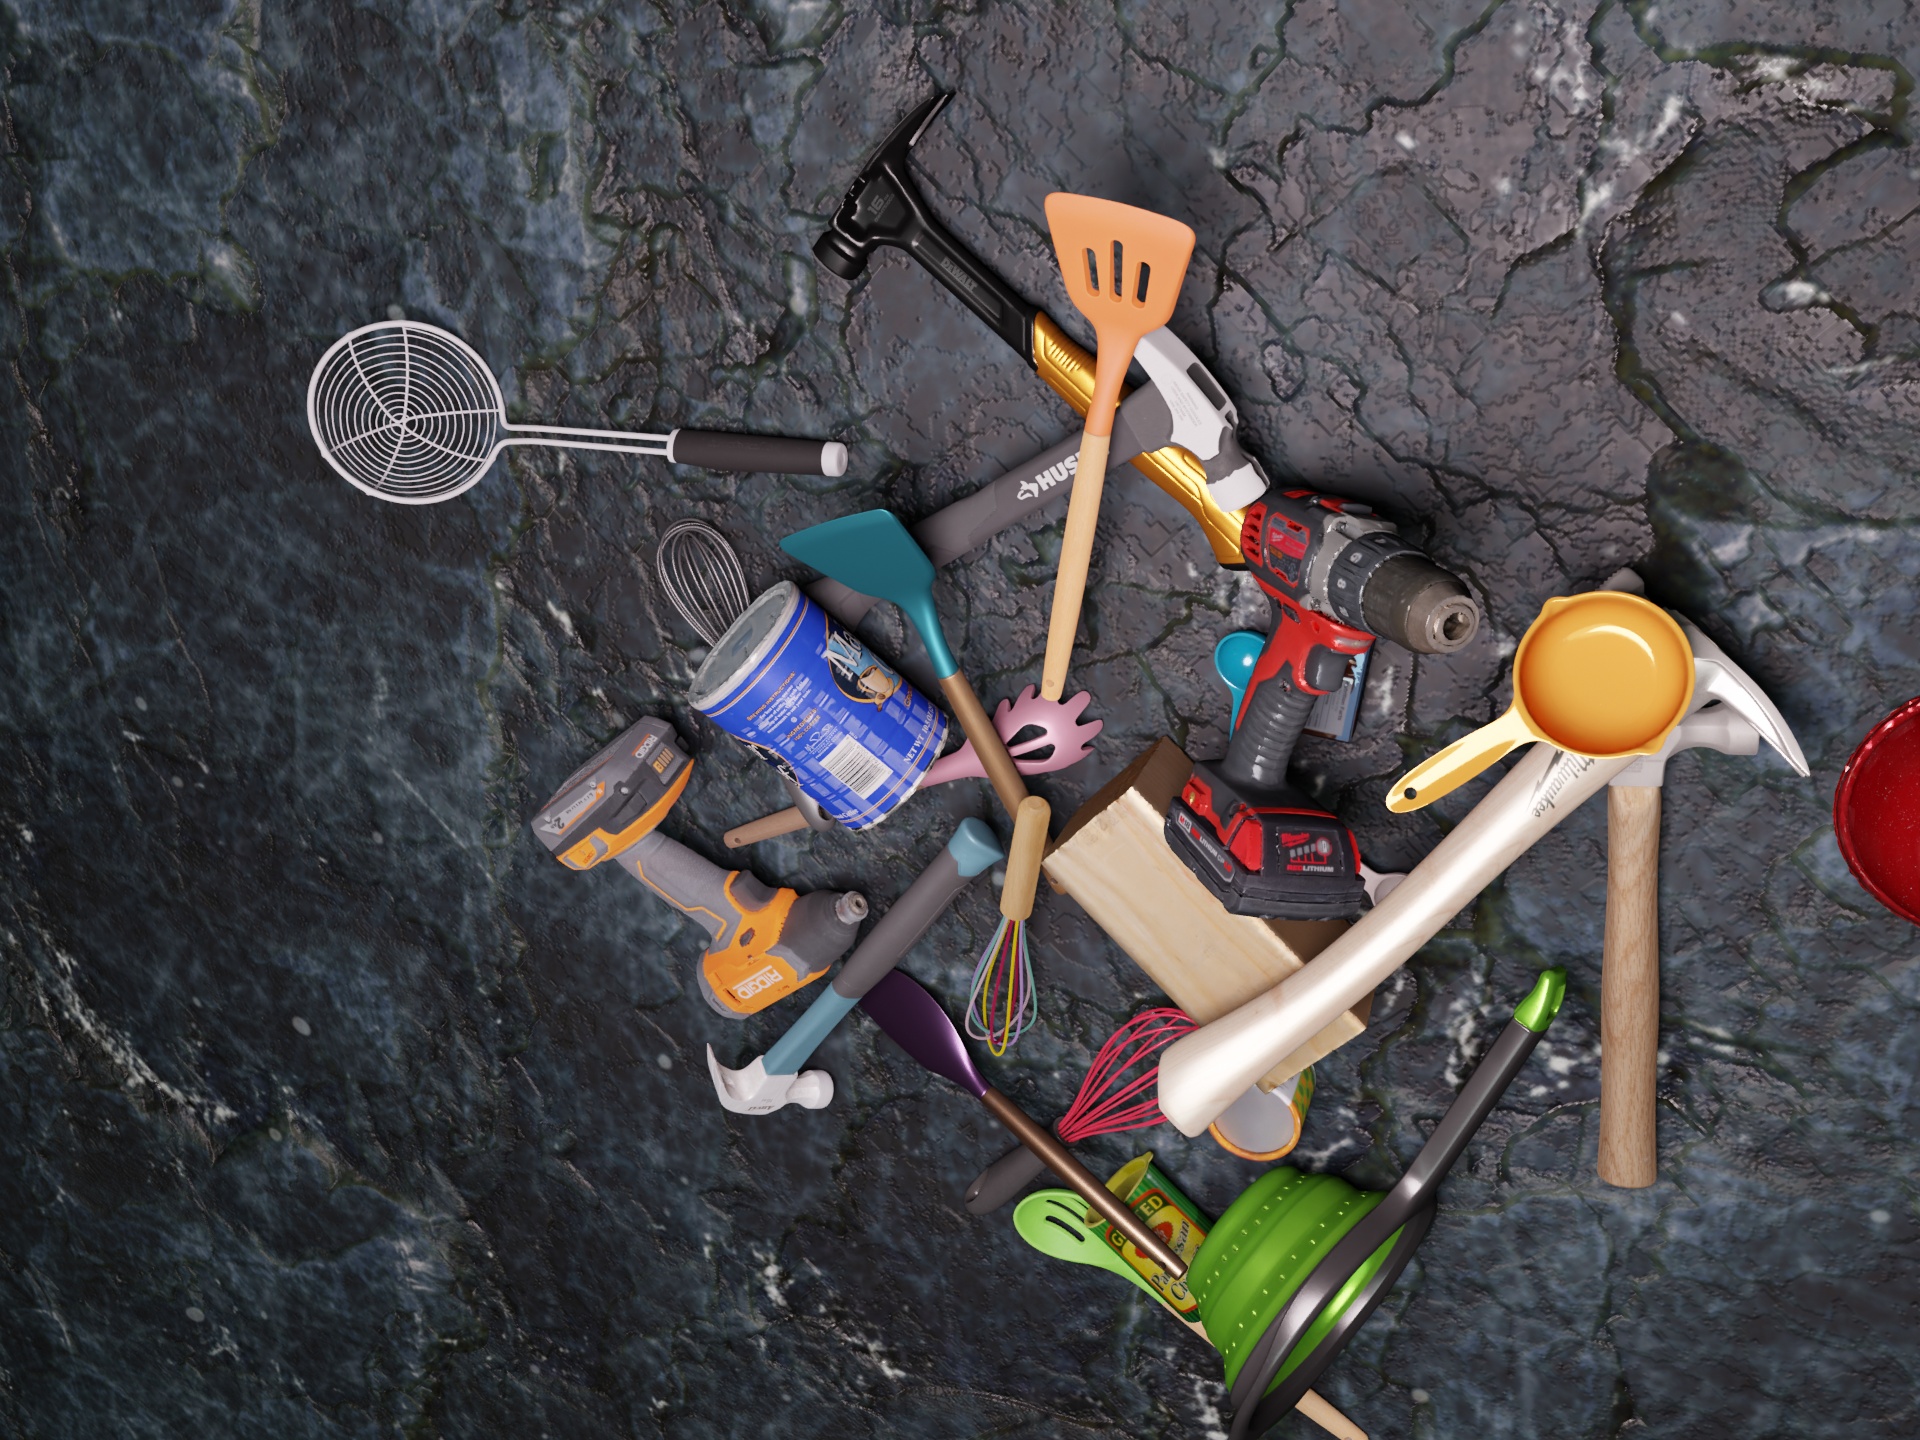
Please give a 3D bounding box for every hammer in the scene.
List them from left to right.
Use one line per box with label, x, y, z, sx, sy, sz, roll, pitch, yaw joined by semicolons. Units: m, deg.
hammer;-0.072;0.182;1.133;0.331;0.128;0.033;-50;50;30
hammer;0.015;-0.134;0.981;0.335;0.035;0.146;-25;105;38
hammer;0.068;-0.218;0.950;0.337;0.034;0.127;43;122;1
hammer;0.277;0.107;0.913;0.410;0.038;0.146;-46;71;14
hammer;0.404;0.141;0.965;0.130;0.031;0.331;1;112;22

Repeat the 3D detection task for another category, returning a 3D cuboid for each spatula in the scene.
spatula;-0.002;-0.003;1.008;0.082;0.044;0.317;-12;120;31
spatula;0.039;0.282;1.137;0.316;0.018;0.059;39;124;24
spatula;0.070;-0.139;0.898;0.081;0.041;0.322;20;129;16

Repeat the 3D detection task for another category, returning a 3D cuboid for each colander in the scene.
colander;0.253;0.299;1.035;0.095;0.204;0.397;38;113;30

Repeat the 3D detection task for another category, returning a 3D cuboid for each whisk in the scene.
whisk;-0.144;-0.029;1.102;0.055;0.055;0.239;-22;98;29
whisk;0.037;0.146;1.087;0.051;0.047;0.244;14;131;7
whisk;0.088;0.288;1.146;0.073;0.073;0.295;43;126;1

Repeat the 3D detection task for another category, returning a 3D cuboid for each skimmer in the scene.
skimmer;-0.257;-0.196;1.062;0.363;0.090;0.127;8;83;17

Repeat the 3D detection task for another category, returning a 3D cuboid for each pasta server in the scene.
pasta server;-0.044;0.043;1.115;0.316;0.040;0.060;-19;103;32

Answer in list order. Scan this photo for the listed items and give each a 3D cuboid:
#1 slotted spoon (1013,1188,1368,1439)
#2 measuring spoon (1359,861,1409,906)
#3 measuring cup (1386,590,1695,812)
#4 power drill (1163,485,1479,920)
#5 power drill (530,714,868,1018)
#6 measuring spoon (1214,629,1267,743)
slotted spoon;0.175;0.449;1.197;0.314;0.031;0.070;36;121;3
measuring spoon;0.244;0.087;1.022;0.124;0.018;0.034;33;121;15
measuring cup;0.308;0.000;0.858;0.173;0.052;0.095;-35;76;19
power drill;0.196;-0.004;0.867;0.080;0.188;0.226;4;109;-19
power drill;-0.179;0.107;1.149;0.164;0.084;0.226;-33;107;36
measuring spoon;0.184;-0.002;1.007;0.042;0.021;0.128;14;126;28
